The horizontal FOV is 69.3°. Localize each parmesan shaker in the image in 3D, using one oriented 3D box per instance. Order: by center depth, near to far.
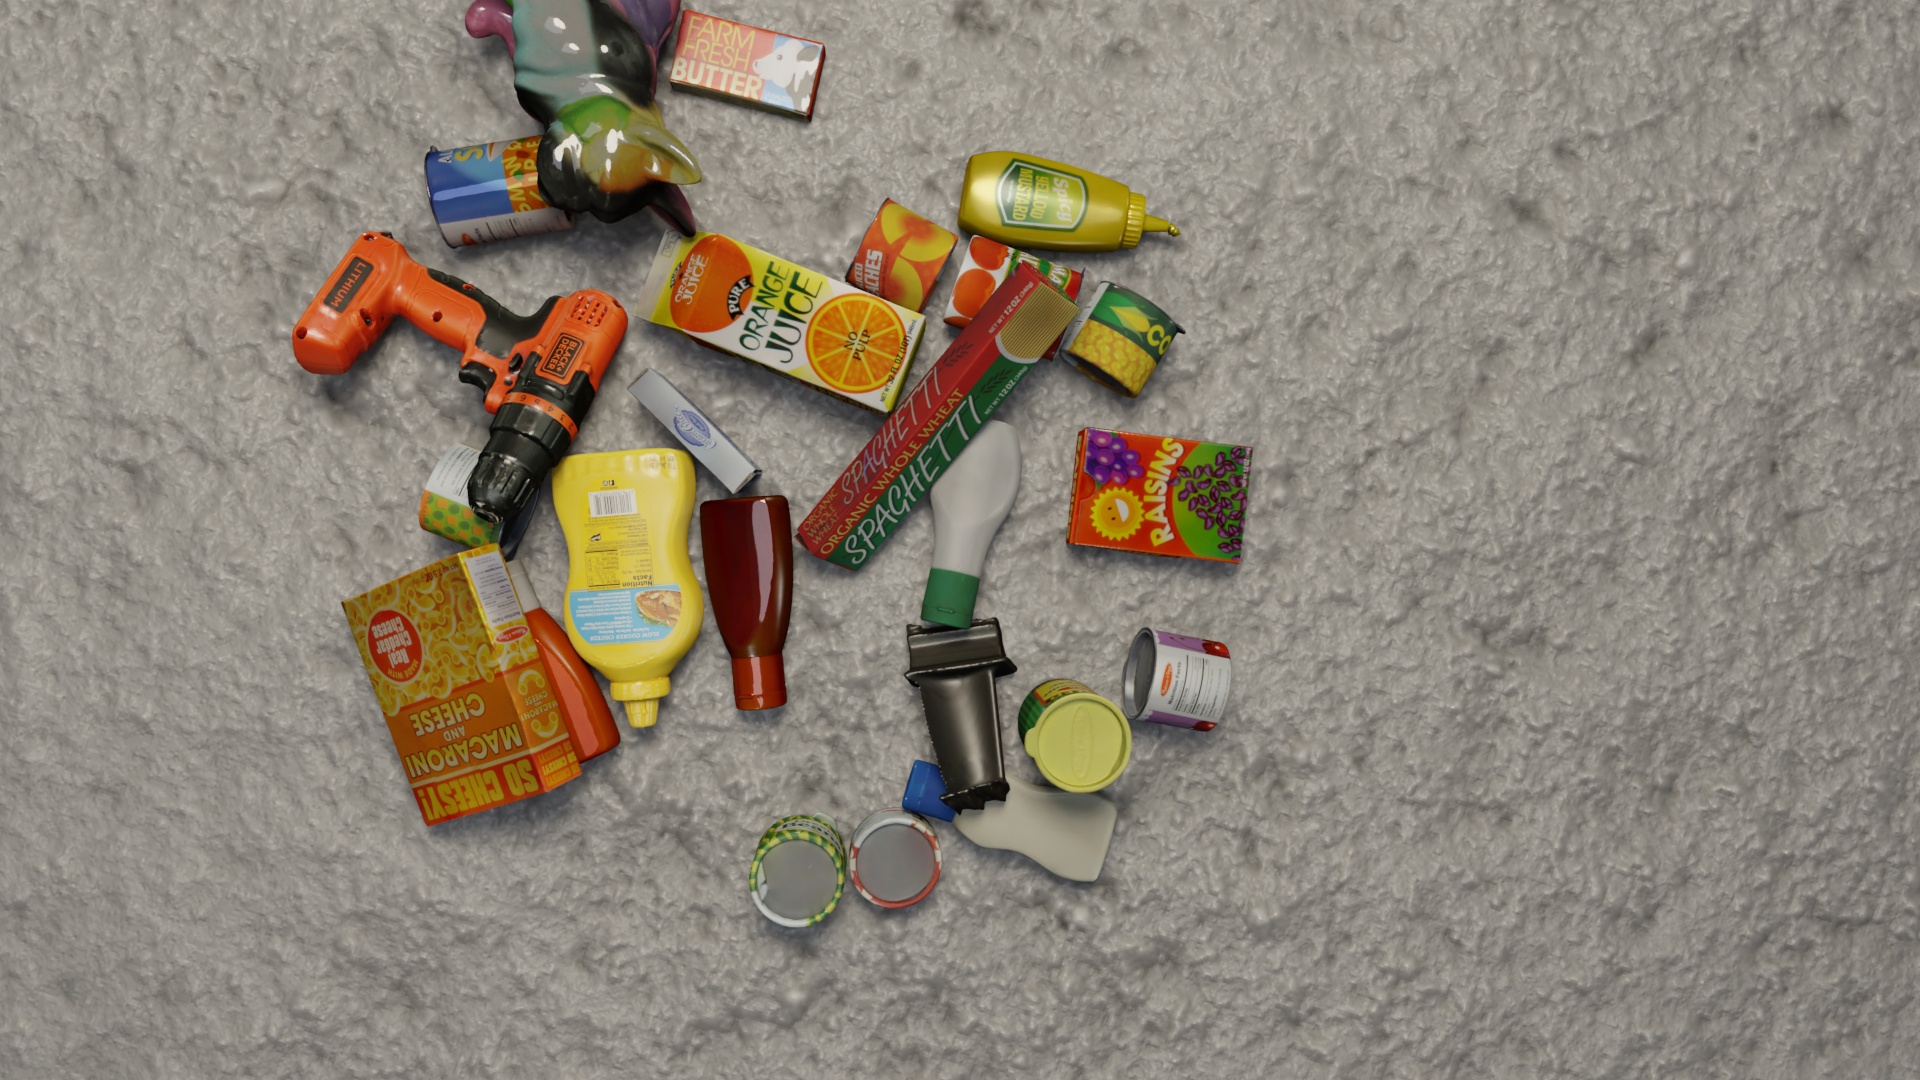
[{"bbox_3d":[0.074,0.132,0.964,0.071,0.103,0.071,0,90,-4],"label":"parmesan shaker"}]

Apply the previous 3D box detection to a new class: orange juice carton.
[{"bbox_3d":[-0.125,-0.153,0.966,0.193,0.073,0.072,21,89,-3],"label":"orange juice carton"}]

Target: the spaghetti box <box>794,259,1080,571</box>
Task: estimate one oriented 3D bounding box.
[{"bbox_3d":[-0.018,-0.079,0.948,0.249,0.050,0.029,-49,50,15],"label":"spaghetti box"}]

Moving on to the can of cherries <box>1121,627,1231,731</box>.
[{"bbox_3d":[0.153,0.099,0.988,0.058,0.071,0.071,11,90,-10],"label":"can of cherries"}]

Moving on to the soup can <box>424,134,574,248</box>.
[{"bbox_3d":[-0.317,-0.244,0.957,0.084,0.071,0.071,-11,91,-4],"label":"soup can"}]

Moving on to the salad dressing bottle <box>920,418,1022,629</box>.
[{"bbox_3d":[0.004,-0.012,0.983,0.064,0.044,0.147,12,85,4],"label":"salad dressing bottle"}]

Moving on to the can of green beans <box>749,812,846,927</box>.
[{"bbox_3d":[-0.113,0.231,0.975,0.071,0.058,0.071,0,90,-4],"label":"can of green beans"}]

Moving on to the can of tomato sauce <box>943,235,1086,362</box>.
[{"bbox_3d":[0.038,-0.172,0.978,0.083,0.071,0.071,19,89,-3],"label":"can of tomato sauce"}]

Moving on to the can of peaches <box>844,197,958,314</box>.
[{"bbox_3d":[-0.042,-0.196,0.974,0.058,0.071,0.071,28,89,-4],"label":"can of peaches"}]

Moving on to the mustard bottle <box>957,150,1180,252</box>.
[{"bbox_3d":[0.080,-0.236,0.991,0.160,0.049,0.065,8,91,-3],"label":"mustard bottle"}]

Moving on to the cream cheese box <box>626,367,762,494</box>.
[{"bbox_3d":[-0.184,-0.076,0.972,0.104,0.053,0.024,45,90,-3],"label":"cream cheese box"}]

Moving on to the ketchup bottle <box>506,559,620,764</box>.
[{"bbox_3d":[-0.295,0.088,0.969,0.064,0.043,0.148,-23,91,9],"label":"ketchup bottle"}]

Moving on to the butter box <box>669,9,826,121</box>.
[{"bbox_3d":[-0.152,-0.337,0.988,0.103,0.024,0.053,13,90,-4],"label":"butter box"}]

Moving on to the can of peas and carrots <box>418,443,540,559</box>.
[{"bbox_3d":[-0.331,-0.025,0.958,0.059,0.071,0.071,22,89,-3],"label":"can of peas and carrots"}]

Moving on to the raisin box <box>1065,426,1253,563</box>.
[{"bbox_3d":[0.142,-0.032,1.000,0.123,0.040,0.086,7,91,-3],"label":"raisin box"}]

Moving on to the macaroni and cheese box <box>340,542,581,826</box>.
[{"bbox_3d":[-0.338,0.099,0.943,0.123,0.040,0.166,-19,92,28],"label":"macaroni and cheese box"}]

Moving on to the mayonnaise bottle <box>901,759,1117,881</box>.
[{"bbox_3d":[0.033,0.194,0.994,0.148,0.041,0.065,17,88,-2],"label":"mayonnaise bottle"}]

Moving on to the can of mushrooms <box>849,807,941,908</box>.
[{"bbox_3d":[-0.045,0.229,0.992,0.071,0.033,0.071,0,90,-4],"label":"can of mushrooms"}]

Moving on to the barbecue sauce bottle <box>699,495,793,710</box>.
[{"bbox_3d":[-0.147,0.043,0.977,0.065,0.044,0.148,-4,92,25],"label":"barbecue sauce bottle"}]

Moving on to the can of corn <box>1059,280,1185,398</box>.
[{"bbox_3d":[0.114,-0.140,0.984,0.071,0.071,0.058,32,89,-3],"label":"can of corn"}]
